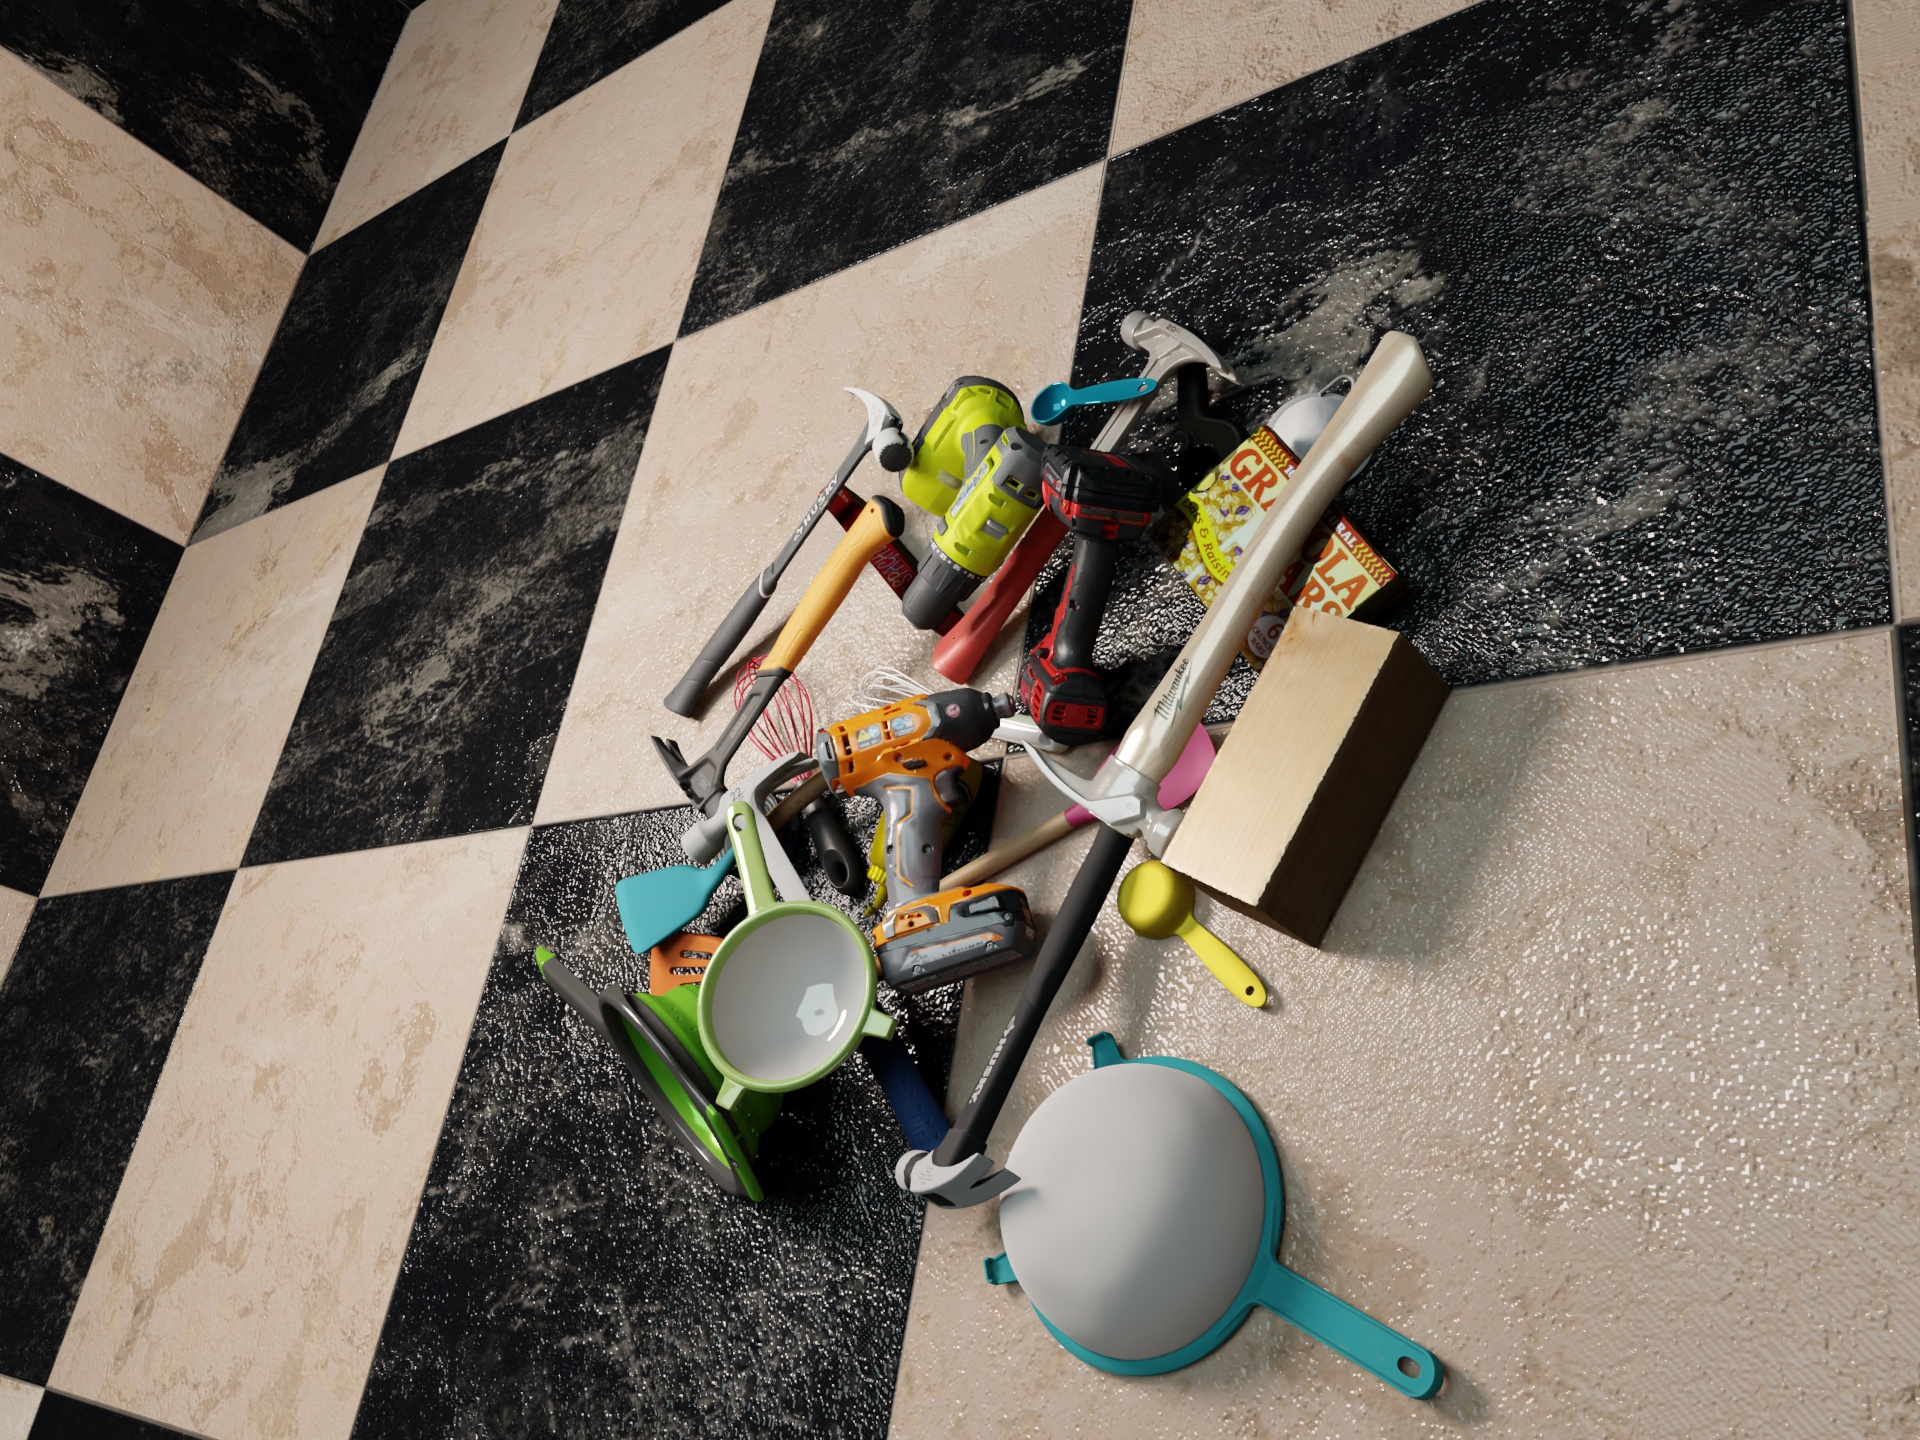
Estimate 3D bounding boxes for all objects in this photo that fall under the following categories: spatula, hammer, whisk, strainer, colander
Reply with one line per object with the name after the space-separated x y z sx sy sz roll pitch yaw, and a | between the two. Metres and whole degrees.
-0.182 0.096 1.425 0.317 0.044 0.082 -39 53 19 | spatula
0.206 -0.105 1.160 0.146 0.038 0.410 34 92 31 | hammer
-0.149 0.045 1.475 0.073 0.073 0.296 -41 51 16 | whisk
-0.146 0.215 1.377 0.323 0.041 0.081 -8 76 37 | spatula
-0.002 -0.004 1.378 0.246 0.059 0.057 13 113 41 | whisk
-0.139 0.179 1.262 0.151 0.069 0.257 -27 55 9 | strainer
0.093 -0.179 1.367 0.359 0.036 0.149 -55 39 12 | hammer
-0.184 -0.155 1.582 0.409 0.036 0.149 -50 36 24 | hammer
0.140 0.329 1.007 0.341 0.095 0.211 18 78 48 | strainer
-0.099 0.195 1.297 0.144 0.035 0.406 -43 54 11 | hammer
0.061 0.193 1.147 0.335 0.035 0.146 -61 13 -20 | hammer
-0.254 0.262 1.379 0.094 0.204 0.397 -34 34 -24 | colander
0.254 -0.162 1.241 0.087 0.050 0.258 22 86 22 | strainer
-0.161 -0.066 1.458 0.127 0.034 0.337 46 106 34 | hammer

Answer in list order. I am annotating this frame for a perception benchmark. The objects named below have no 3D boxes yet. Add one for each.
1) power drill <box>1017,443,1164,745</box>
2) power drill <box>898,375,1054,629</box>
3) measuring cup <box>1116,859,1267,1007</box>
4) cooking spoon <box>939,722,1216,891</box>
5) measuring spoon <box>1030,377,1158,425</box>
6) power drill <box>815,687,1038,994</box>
0.093 -0.102 1.268 0.143 0.078 0.219 -112 30 -71 | power drill
0.004 -0.197 1.411 0.190 0.080 0.229 -53 23 22 | power drill
0.165 0.153 1.138 0.062 0.029 0.157 -51 40 5 | measuring cup
0.068 0.090 1.274 0.319 0.017 0.069 -31 66 25 | cooking spoon
0.117 -0.272 1.355 0.129 0.021 0.042 0 63 39 | measuring spoon
-0.012 0.085 1.253 0.164 0.084 0.227 -20 69 9 | power drill
